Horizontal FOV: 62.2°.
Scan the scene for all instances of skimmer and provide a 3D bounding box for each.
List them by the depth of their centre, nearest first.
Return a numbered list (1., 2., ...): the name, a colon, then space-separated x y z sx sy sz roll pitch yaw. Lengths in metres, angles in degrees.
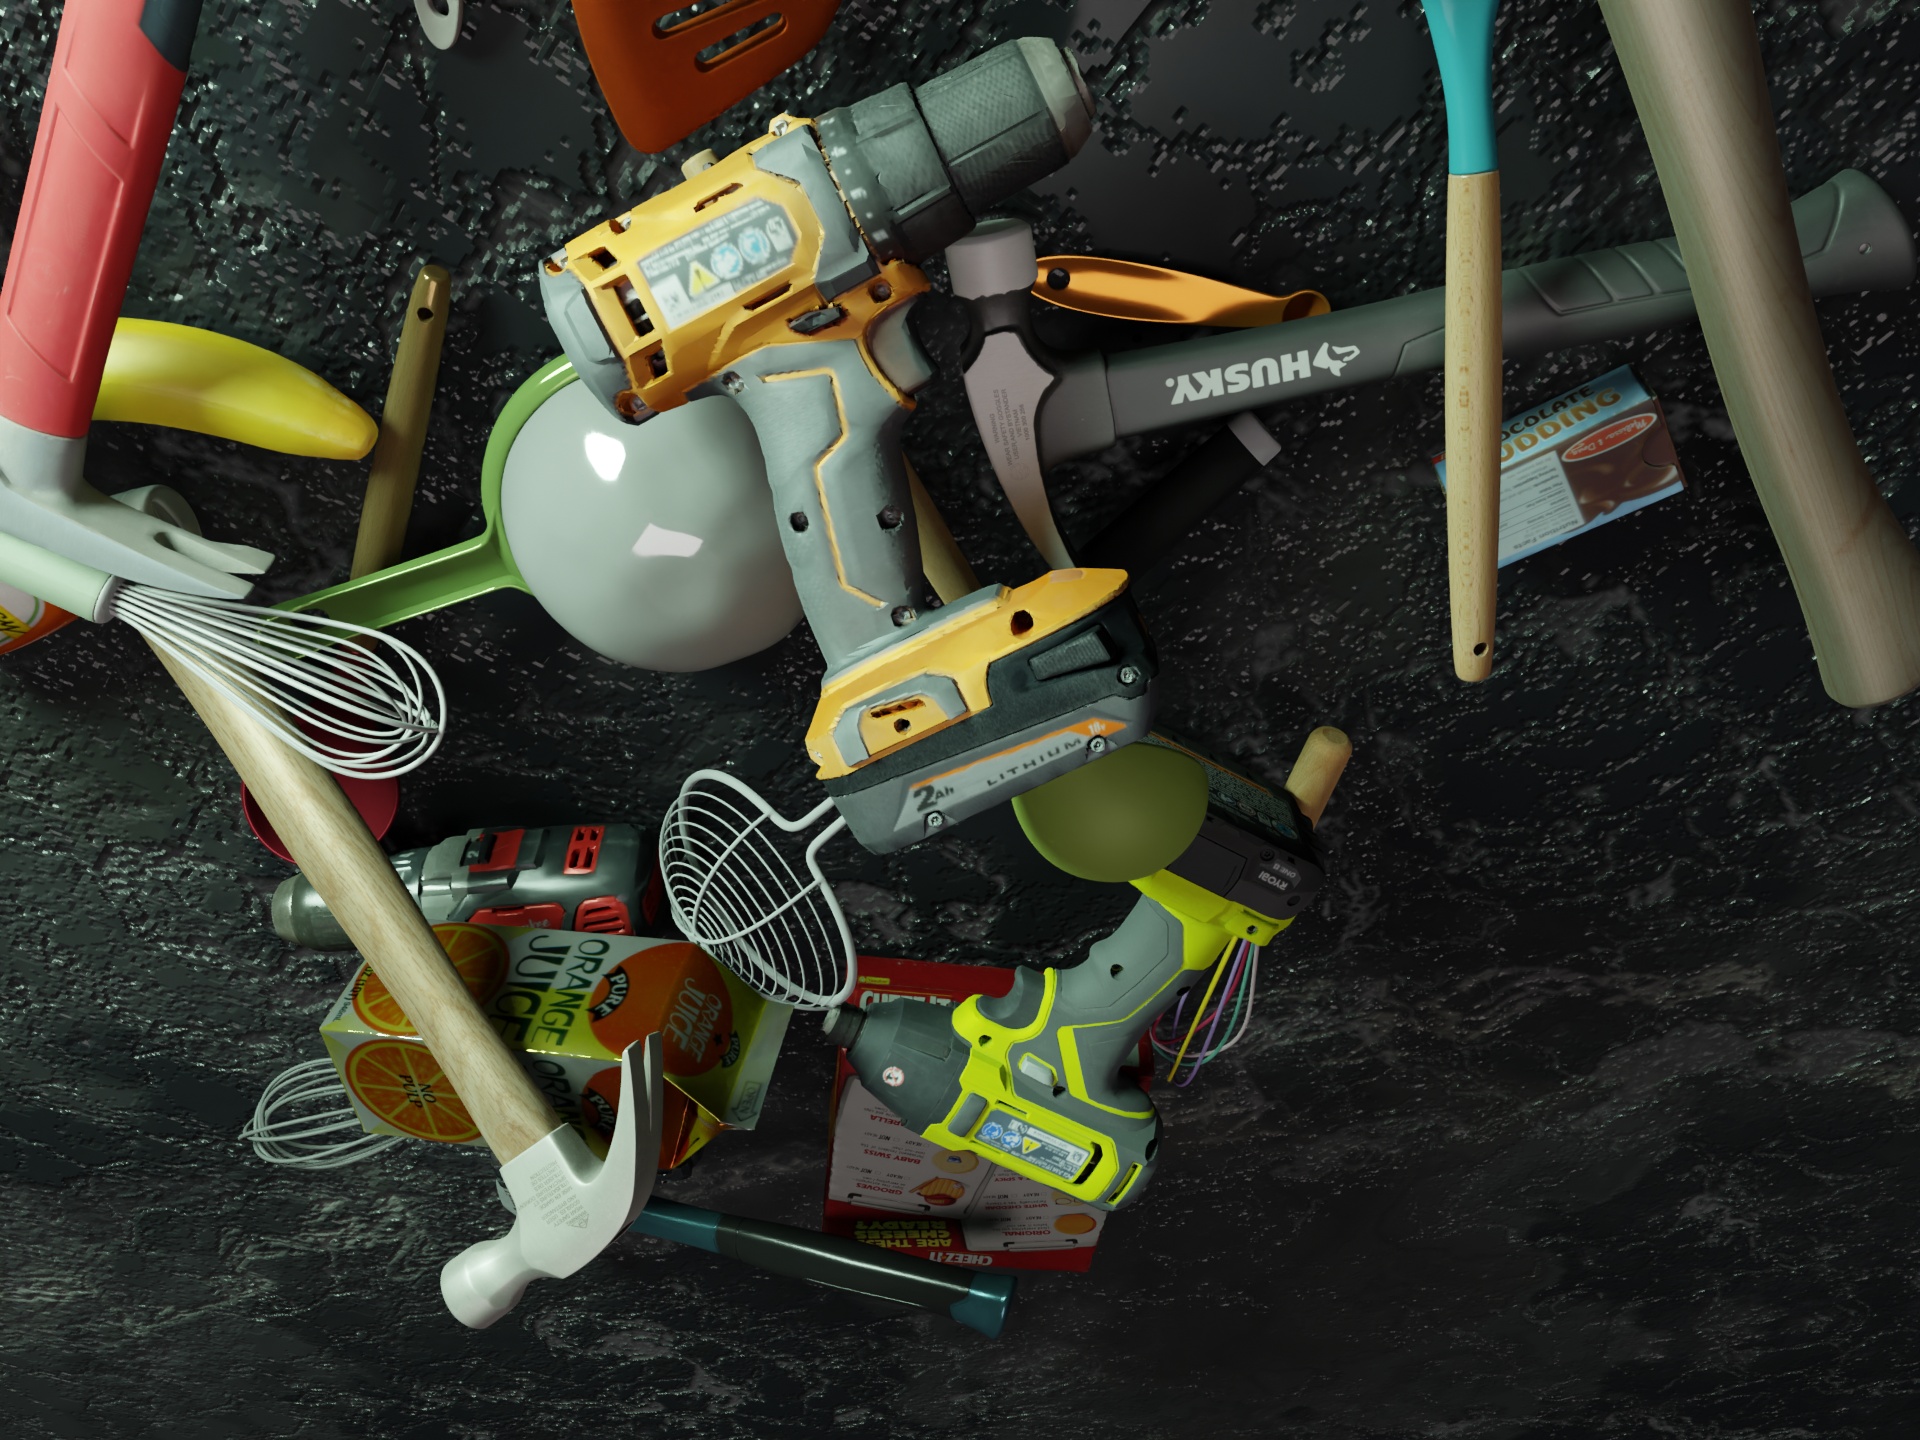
1. skimmer: -0.001 -0.002 0.702 0.363 0.090 0.127 -42 80 18

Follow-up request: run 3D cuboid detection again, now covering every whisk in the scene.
1. whisk: -0.312 -0.045 0.601 0.246 0.058 0.059 26 100 -10
2. whisk: -0.231 0.178 0.772 0.239 0.055 0.055 -10 132 1
3. whisk: 0.144 0.098 0.808 0.047 0.051 0.244 -16 138 -36

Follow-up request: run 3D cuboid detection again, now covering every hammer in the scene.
1. hammer: -0.234 -0.208 0.481 0.143 0.038 0.386 25 121 -16
2. hammer: 0.247 -0.142 0.517 0.146 0.038 0.410 -35 124 5
3. hammer: 0.170 -0.135 0.573 0.335 0.035 0.146 -11 116 4
4. hammer: -0.237 0.078 0.653 0.130 0.031 0.331 -36 86 11
5. hammer: -0.124 0.301 0.922 0.331 0.033 0.128 7 132 19

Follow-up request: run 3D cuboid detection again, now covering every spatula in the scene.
1. spatula: 0.044 -0.240 0.487 0.322 0.041 0.081 -7 145 4
2. spatula: 0.171 -0.152 0.522 0.082 0.044 0.317 -11 116 -2

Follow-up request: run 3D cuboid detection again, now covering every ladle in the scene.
1. ladle: -0.005 -0.069 0.598 0.078 0.062 0.320 -22 108 33
2. ladle: -0.250 -0.051 0.667 0.069 0.031 0.315 15 129 -18

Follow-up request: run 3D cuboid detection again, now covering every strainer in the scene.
1. strainer: -0.160 -0.054 0.619 0.256 0.069 0.151 -17 132 5

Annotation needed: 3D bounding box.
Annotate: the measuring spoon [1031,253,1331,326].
1. measuring spoon: 0.079 -0.157 0.587 0.117 0.011 0.021 7 118 -3

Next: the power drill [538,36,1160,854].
1. power drill: -0.008 -0.092 0.524 0.185 0.084 0.226 -25 99 10

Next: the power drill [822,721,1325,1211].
1. power drill: 0.051 0.112 0.741 0.171 0.080 0.223 26 111 -9

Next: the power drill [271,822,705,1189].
1. power drill: -0.229 0.146 0.819 0.188 0.080 0.226 -5 130 3

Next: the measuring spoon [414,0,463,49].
1. measuring spoon: -0.157 -0.264 0.481 0.034 0.018 0.124 27 139 9
